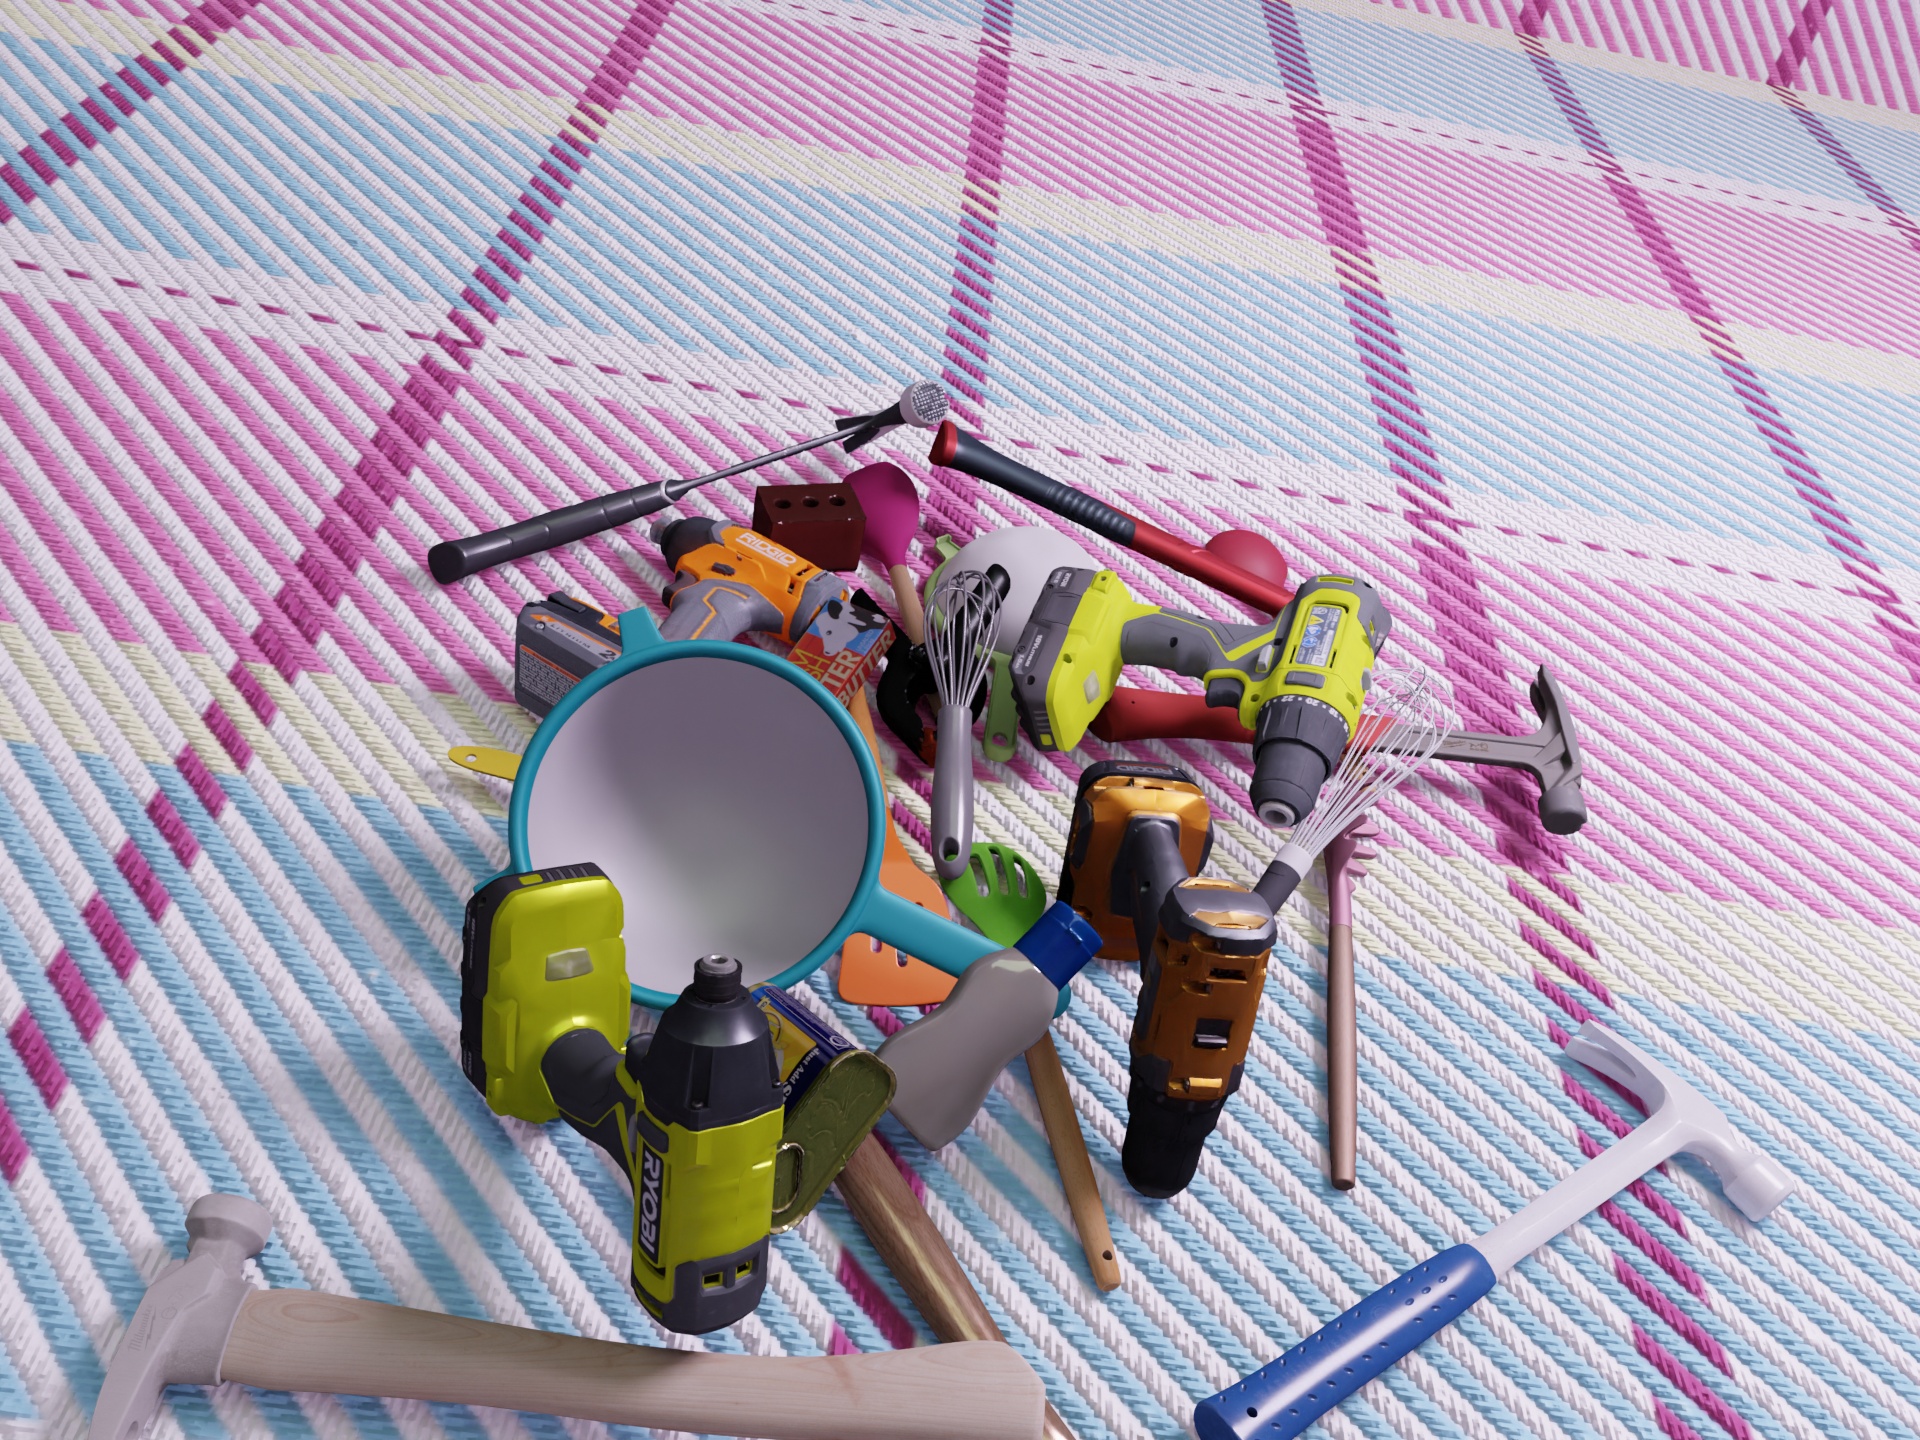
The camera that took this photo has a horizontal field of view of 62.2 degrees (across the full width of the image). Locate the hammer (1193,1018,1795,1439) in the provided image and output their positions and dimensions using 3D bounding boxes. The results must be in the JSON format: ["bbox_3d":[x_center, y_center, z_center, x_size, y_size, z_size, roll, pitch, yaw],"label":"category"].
[{"bbox_3d":[0.287,0.290,0.875,0.405,0.035,0.144,-19,51,-31],"label":"hammer"}]

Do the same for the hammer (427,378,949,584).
[{"bbox_3d":[-0.211,-0.184,1.233,0.409,0.036,0.149,-23,10,-25],"label":"hammer"}]

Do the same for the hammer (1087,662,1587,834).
[{"bbox_3d":[0.271,0.001,1.165,0.359,0.036,0.149,6,47,-1],"label":"hammer"}]

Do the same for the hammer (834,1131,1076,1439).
[{"bbox_3d":[-0.015,0.285,0.805,0.130,0.031,0.332,-18,50,-31],"label":"hammer"}]

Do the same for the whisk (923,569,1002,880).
[{"bbox_3d":[-0.001,-0.003,1.051,0.055,0.055,0.239,7,58,-7],"label":"whisk"}]

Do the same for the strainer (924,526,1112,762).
[{"bbox_3d":[0.044,-0.074,1.187,0.151,0.069,0.257,12,40,-2],"label":"strainer"}]

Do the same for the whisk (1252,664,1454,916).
[{"bbox_3d":[0.232,0.068,1.038,0.070,0.070,0.285,32,67,20],"label":"whisk"}]

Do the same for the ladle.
[{"bbox_3d":[0.266,-0.057,1.260,0.069,0.031,0.316,1,44,-17],"label":"ladle"}]

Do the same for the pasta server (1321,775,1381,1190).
[{"bbox_3d":[0.250,0.155,1.012,0.040,0.060,0.316,0,43,13],"label":"pasta server"}]

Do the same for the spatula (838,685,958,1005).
[{"bbox_3d":[-0.059,0.053,1.058,0.081,0.041,0.323,-1,39,-13],"label":"spatula"}]

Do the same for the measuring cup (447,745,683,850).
[{"bbox_3d":[-0.251,0.048,1.010,0.156,0.029,0.062,15,41,6],"label":"measuring cup"}]

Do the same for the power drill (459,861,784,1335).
[{"bbox_3d":[-0.161,0.160,0.764,0.080,0.171,0.223,-7,21,-38],"label":"power drill"}]

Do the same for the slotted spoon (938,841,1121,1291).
[{"bbox_3d":[0.046,0.185,0.935,0.070,0.031,0.314,2,44,-19],"label":"slotted spoon"}]

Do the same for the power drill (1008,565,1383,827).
[{"bbox_3d":[0.154,-0.022,1.063,0.228,0.080,0.191,8,52,24],"label":"power drill"}]

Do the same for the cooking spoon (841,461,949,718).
[{"bbox_3d":[-0.042,-0.098,1.219,0.069,0.017,0.319,-21,49,3],"label":"cooking spoon"}]

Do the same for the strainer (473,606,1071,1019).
[{"bbox_3d":[-0.094,0.091,0.940,0.340,0.095,0.211,26,82,-4],"label":"strainer"}]

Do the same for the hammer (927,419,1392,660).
[{"bbox_3d":[0.152,-0.142,1.244,0.386,0.038,0.143,28,21,14],"label":"hammer"}]

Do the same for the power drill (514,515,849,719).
[{"bbox_3d":[-0.206,-0.073,1.117,0.164,0.084,0.226,29,40,19],"label":"power drill"}]

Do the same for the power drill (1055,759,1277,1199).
[{"bbox_3d":[0.112,0.143,0.919,0.084,0.185,0.226,5,23,-9],"label":"power drill"}]

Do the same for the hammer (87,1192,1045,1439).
[{"bbox_3d":[-0.168,0.304,0.713,0.410,0.038,0.146,6,43,0],"label":"hammer"}]
